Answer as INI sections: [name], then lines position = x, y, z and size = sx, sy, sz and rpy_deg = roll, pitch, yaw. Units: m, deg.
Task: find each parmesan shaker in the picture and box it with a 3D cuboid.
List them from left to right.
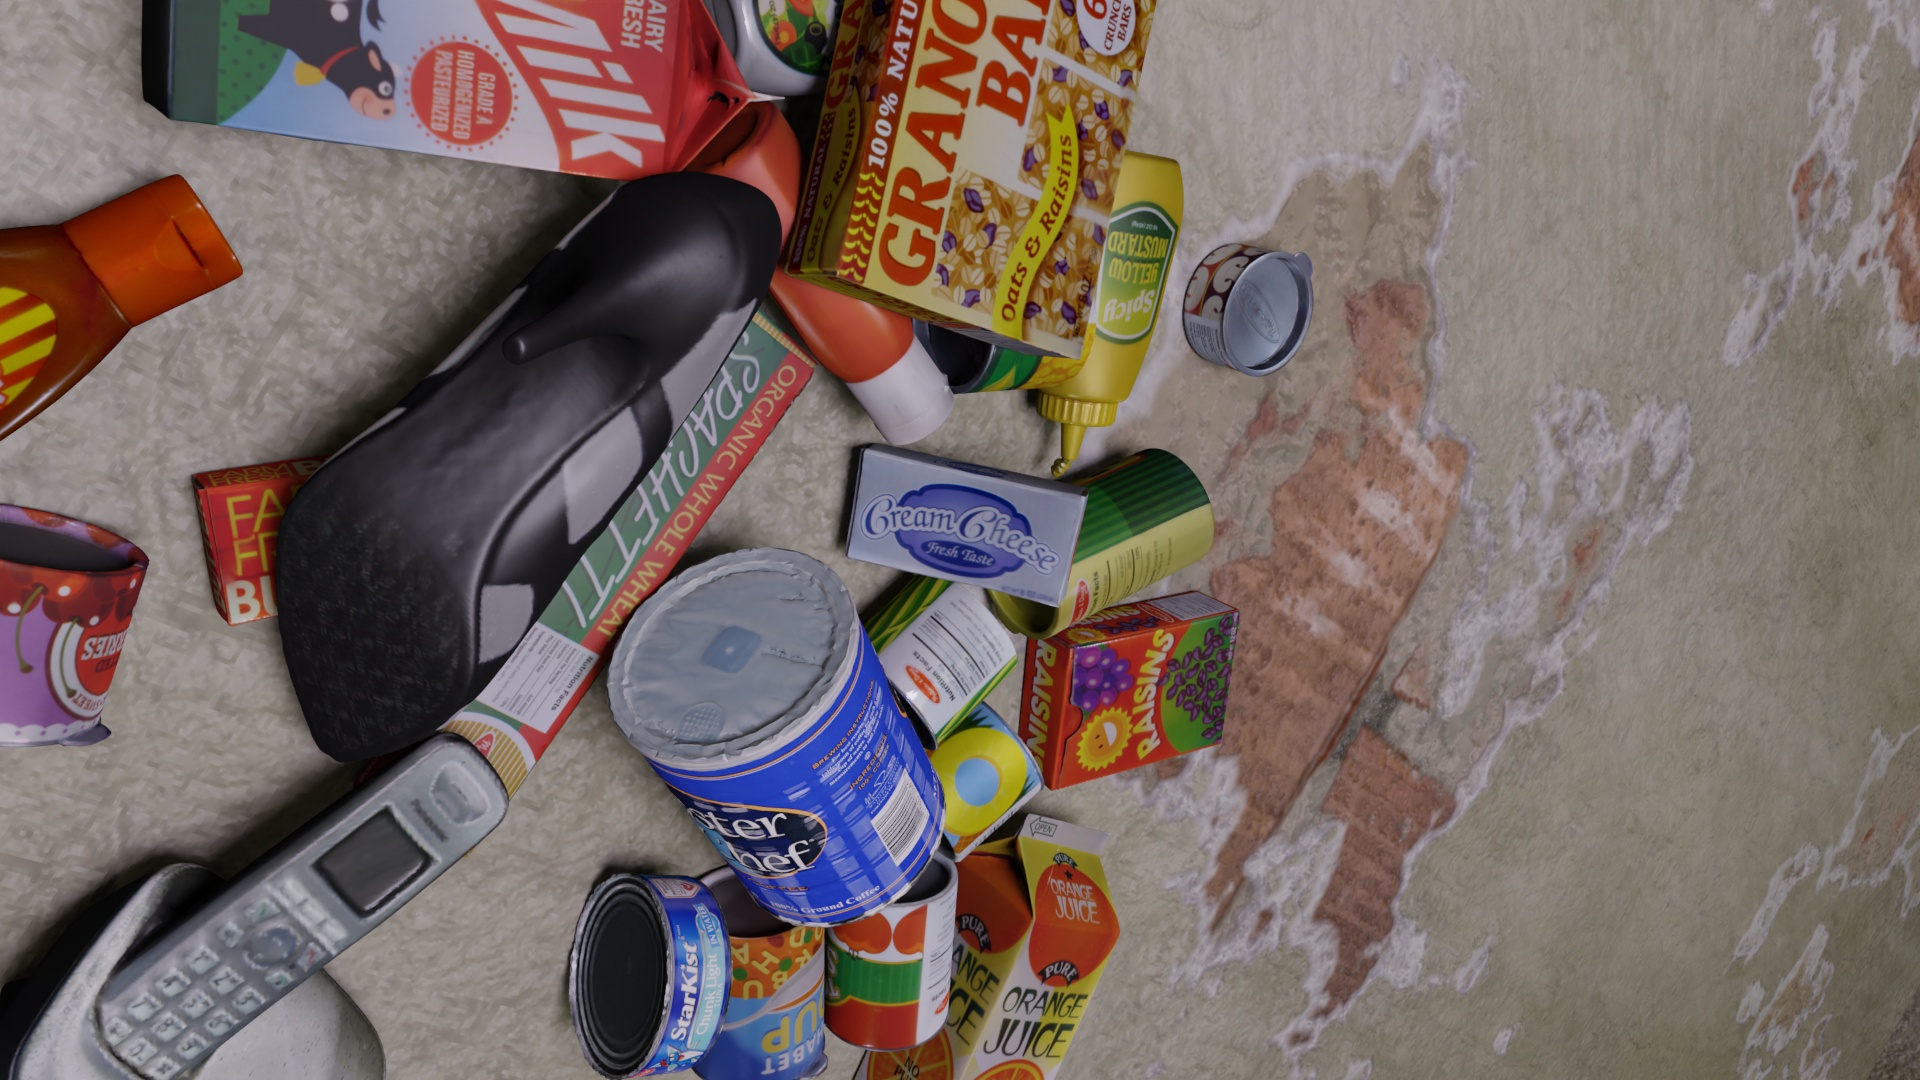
[parmesan shaker]
position = 0.068, 0.001, 0.702
size = 0.103, 0.071, 0.071
rpy_deg = -24, 120, -28

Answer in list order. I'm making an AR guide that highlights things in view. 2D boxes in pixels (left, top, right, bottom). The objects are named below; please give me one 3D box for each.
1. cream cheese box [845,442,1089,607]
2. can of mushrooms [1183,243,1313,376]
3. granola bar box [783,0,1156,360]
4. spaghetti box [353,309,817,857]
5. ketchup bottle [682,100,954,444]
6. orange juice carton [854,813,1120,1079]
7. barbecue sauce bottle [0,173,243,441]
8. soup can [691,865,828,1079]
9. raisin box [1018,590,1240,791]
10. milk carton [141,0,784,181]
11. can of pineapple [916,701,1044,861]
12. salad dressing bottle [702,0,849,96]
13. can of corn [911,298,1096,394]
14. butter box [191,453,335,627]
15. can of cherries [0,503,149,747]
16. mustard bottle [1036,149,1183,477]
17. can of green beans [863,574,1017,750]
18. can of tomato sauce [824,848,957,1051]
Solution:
[cream cheese box]
position = 0.002, -0.008, 0.634
size = 0.104, 0.024, 0.053
rpy_deg = 13, 105, 7
[can of mushrooms]
position = 0.154, -0.124, 0.736
size = 0.071, 0.033, 0.070
rpy_deg = -14, 115, -31
[granola bar box]
position = 0.008, -0.165, 0.539
size = 0.124, 0.039, 0.165
rpy_deg = 13, 89, -39
[spaghetti box]
position = -0.150, 0.012, 0.567
size = 0.050, 0.029, 0.250
rpy_deg = 39, 83, -39
[ketchup bottle]
position = -0.053, -0.104, 0.566
size = 0.043, 0.065, 0.148
rpy_deg = -27, 125, 13
[orange juice carton]
position = 0.021, 0.240, 0.754
size = 0.072, 0.073, 0.192
rpy_deg = 22, 94, -40
[barbecue sauce bottle]
position = -0.297, -0.063, 0.419
size = 0.149, 0.044, 0.064
rpy_deg = -35, 124, -22
[soup can]
position = -0.095, 0.206, 0.657
size = 0.071, 0.071, 0.083
rpy_deg = -11, 114, -33
[raisin box]
position = 0.093, 0.081, 0.768
size = 0.124, 0.040, 0.085
rpy_deg = -8, 113, -33
[milk carton]
position = -0.159, -0.164, 0.463
size = 0.191, 0.072, 0.073
rpy_deg = -2, 109, -36
[can of pineapple]
position = -0.002, 0.116, 0.694
size = 0.058, 0.071, 0.070
rpy_deg = -39, 126, -18
[salad dressing bottle]
position = -0.033, -0.218, 0.553
size = 0.148, 0.044, 0.064
rpy_deg = -24, 114, -30
[can of corn]
position = 0.018, -0.099, 0.626
size = 0.058, 0.071, 0.071
rpy_deg = -7, 112, -35
[butter box]
position = -0.220, -0.006, 0.511
size = 0.104, 0.024, 0.053
rpy_deg = -12, 115, -33
[can of cherries]
position = -0.297, 0.026, 0.438
size = 0.071, 0.071, 0.058
rpy_deg = 16, 97, -39
[mustard bottle]
position = 0.064, -0.106, 0.666
size = 0.065, 0.049, 0.159
rpy_deg = -3, 109, -34
[can of green beans]
position = -0.015, 0.056, 0.658
size = 0.058, 0.071, 0.071
rpy_deg = -43, 128, -19
[can of tomato sauce]
position = -0.038, 0.202, 0.701
size = 0.071, 0.071, 0.082
rpy_deg = -9, 112, -34
